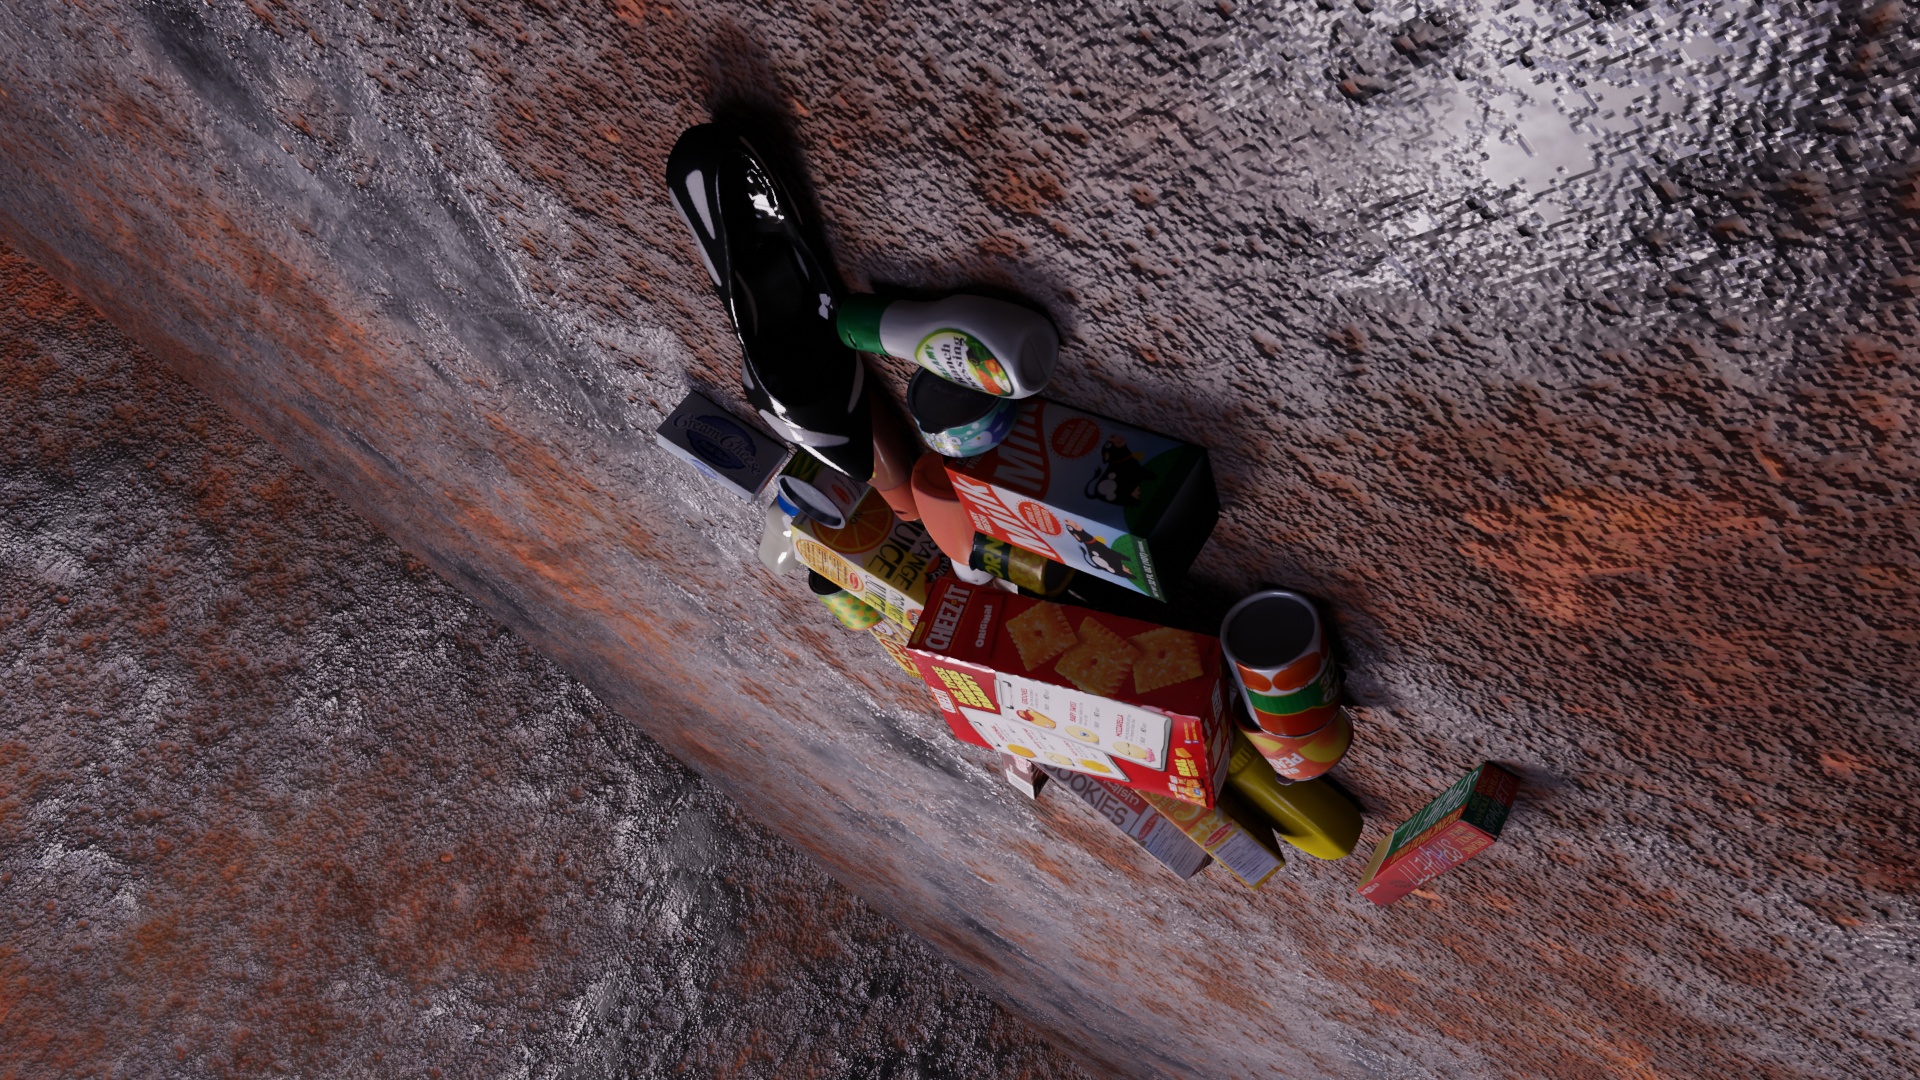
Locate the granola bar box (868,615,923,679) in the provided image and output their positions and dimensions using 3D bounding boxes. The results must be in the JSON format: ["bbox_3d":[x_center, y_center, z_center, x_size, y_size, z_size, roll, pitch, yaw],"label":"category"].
[{"bbox_3d":[-0.015,0.094,1.310,0.165,0.039,0.124,10,147,46],"label":"granola bar box"}]

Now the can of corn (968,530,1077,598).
[{"bbox_3d":[0.049,0.003,0.985,0.058,0.071,0.071,22,155,26],"label":"can of corn"}]

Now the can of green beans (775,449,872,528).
[{"bbox_3d":[-0.104,-0.052,1.107,0.071,0.058,0.071,29,158,13],"label":"can of green beans"}]

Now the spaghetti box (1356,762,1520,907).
[{"bbox_3d":[0.353,0.225,1.041,0.029,0.050,0.249,29,157,11],"label":"spaghetti box"}]

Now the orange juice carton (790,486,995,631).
[{"bbox_3d":[-0.042,0.023,1.155,0.193,0.072,0.072,31,158,10],"label":"orange juice carton"}]

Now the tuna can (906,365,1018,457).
[{"bbox_3d":[0.001,-0.085,0.871,0.071,0.071,0.032,21,156,30],"label":"tuna can"}]

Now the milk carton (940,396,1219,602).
[{"bbox_3d":[0.060,-0.037,0.883,0.191,0.074,0.072,21,155,32],"label":"milk carton"}]

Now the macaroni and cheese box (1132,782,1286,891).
[{"bbox_3d":[0.186,0.197,1.148,0.166,0.040,0.124,41,-165,-15],"label":"macaroni and cheese box"}]

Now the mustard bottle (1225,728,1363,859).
[{"bbox_3d":[0.253,0.196,1.124,0.160,0.049,0.065,40,156,-13],"label":"mustard bottle"}]

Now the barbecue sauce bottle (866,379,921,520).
[{"bbox_3d":[-0.068,-0.074,1.029,0.065,0.044,0.148,10,148,43],"label":"barbecue sauce bottle"}]

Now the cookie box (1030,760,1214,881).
[{"bbox_3d":[0.150,0.225,1.217,0.168,0.040,0.123,37,-173,20],"label":"cookie box"}]

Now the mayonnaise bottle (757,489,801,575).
[{"bbox_3d":[-0.147,-0.022,1.232,0.041,0.065,0.147,40,155,8],"label":"mayonnaise bottle"}]

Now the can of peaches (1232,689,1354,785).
[{"bbox_3d":[0.233,0.128,0.981,0.058,0.071,0.071,48,155,-27],"label":"can of peaches"}]

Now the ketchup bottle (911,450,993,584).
[{"bbox_3d":[0.004,-0.013,1.049,0.065,0.044,0.148,7,154,11],"label":"ketchup bottle"}]

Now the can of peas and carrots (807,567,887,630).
[{"bbox_3d":[-0.099,0.041,1.282,0.071,0.071,0.058,11,149,44],"label":"can of peas and carrots"}]

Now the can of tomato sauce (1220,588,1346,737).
[{"bbox_3d":[0.215,0.080,0.918,0.071,0.071,0.082,17,152,36],"label":"can of tomato sauce"}]

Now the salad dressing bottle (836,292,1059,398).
[{"bbox_3d":[-0.011,-0.124,0.844,0.148,0.044,0.064,17,151,37],"label":"salad dressing bottle"}]

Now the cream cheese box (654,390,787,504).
[{"bbox_3d":[-0.206,-0.081,1.200,0.104,0.053,0.024,32,156,7],"label":"cream cheese box"}]
